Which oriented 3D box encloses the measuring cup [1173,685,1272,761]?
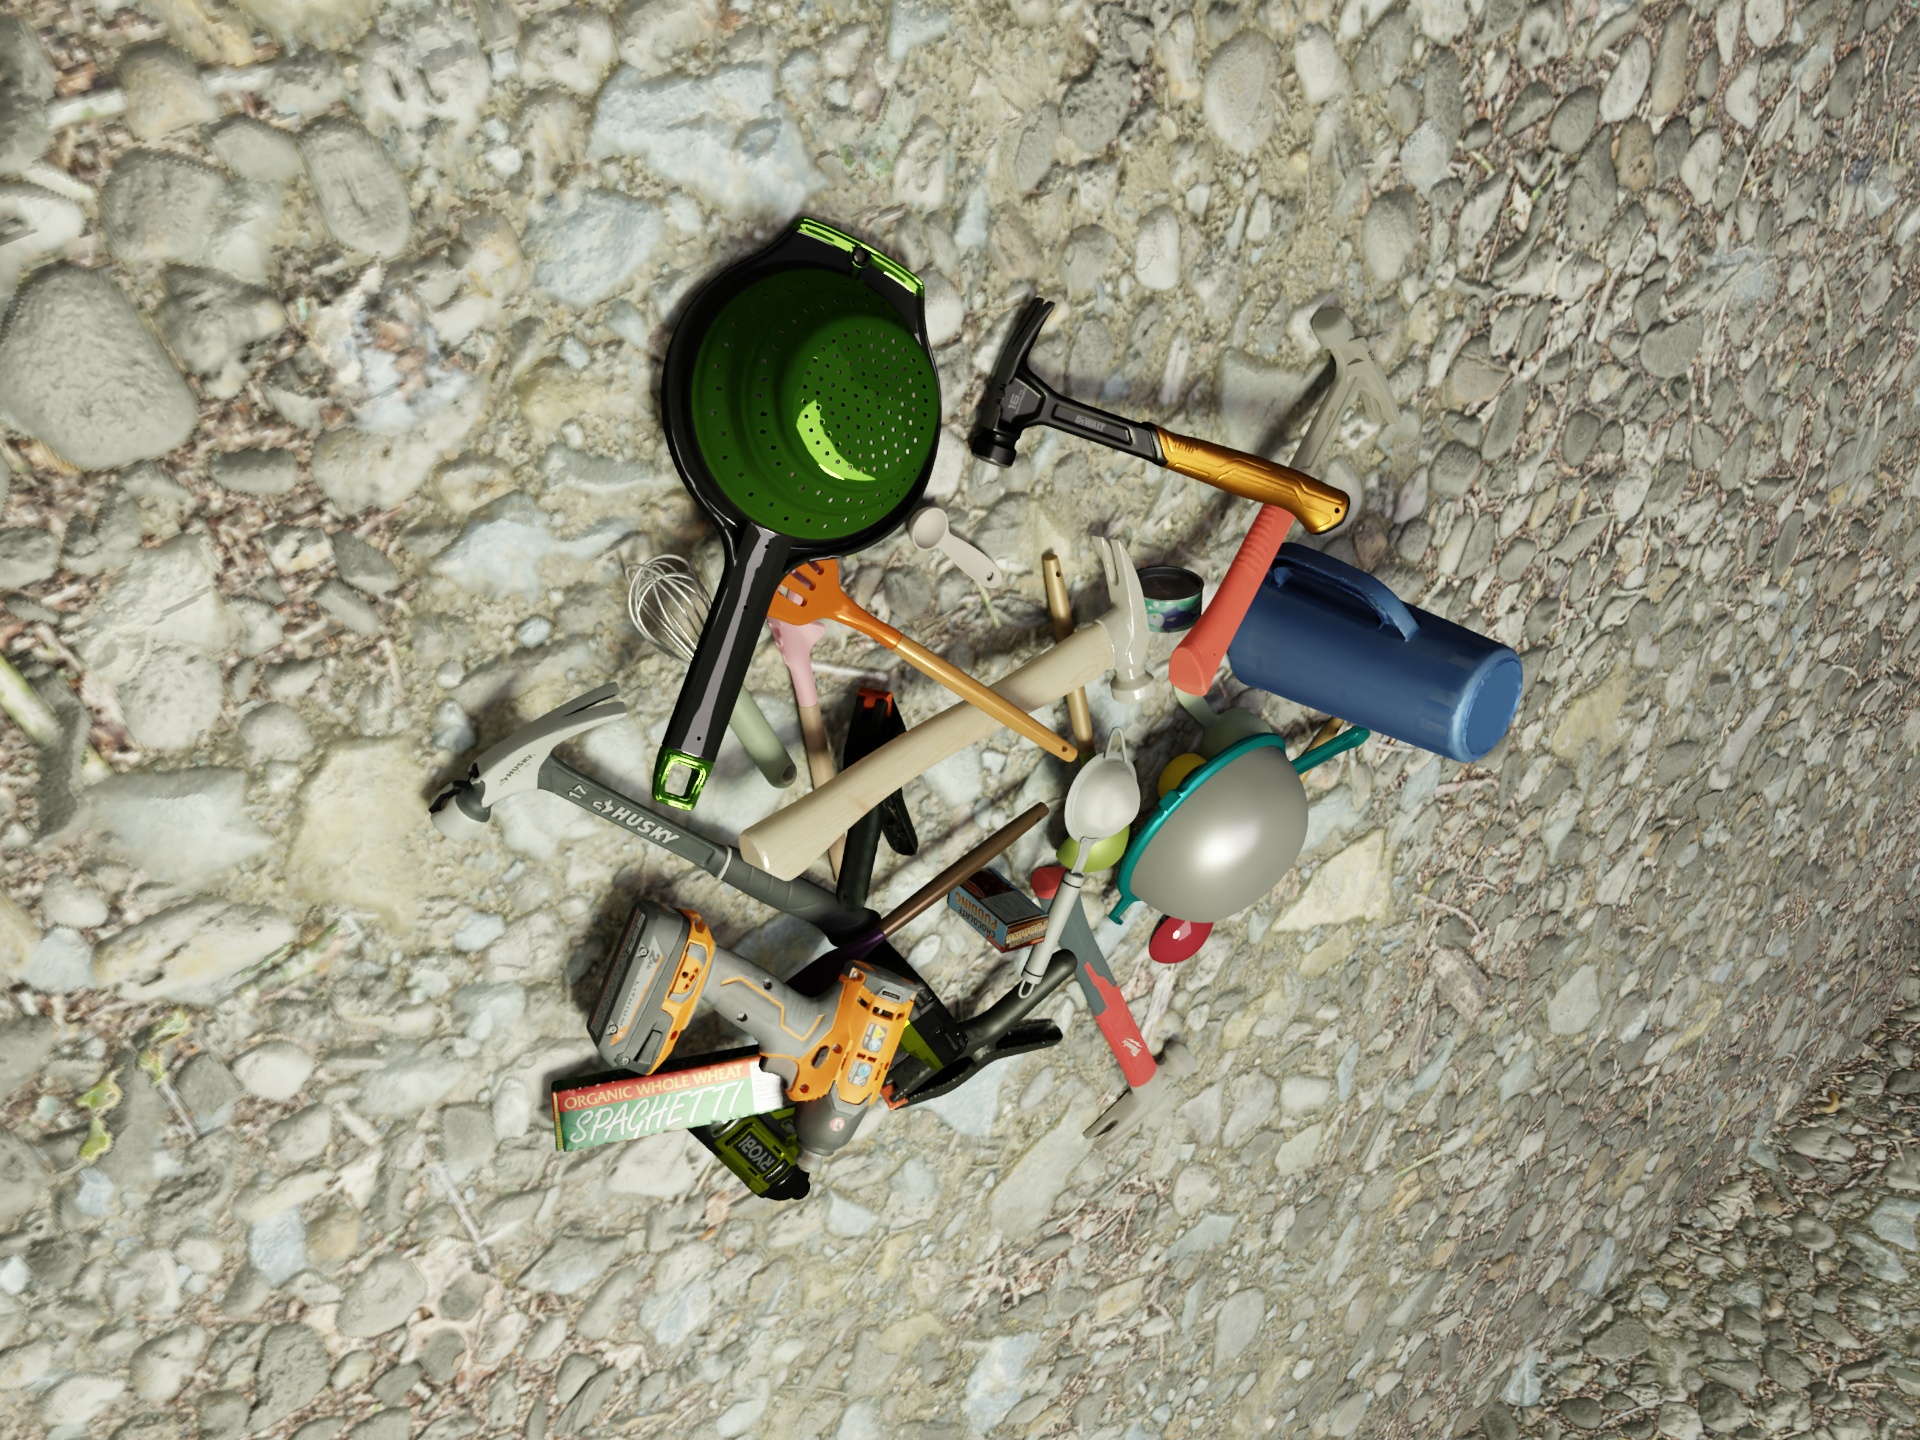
[{"bbox_3d":[0.248,0.008,1.506,0.083,0.038,0.167,-51,137,-4],"label":"measuring cup"}]

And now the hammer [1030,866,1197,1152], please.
[{"bbox_3d":[0.130,0.282,1.568,0.143,0.038,0.385,-39,133,-14],"label":"hammer"}]

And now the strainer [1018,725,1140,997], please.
[{"bbox_3d":[0.103,0.131,1.385,0.086,0.050,0.258,8,110,-43],"label":"strainer"}]

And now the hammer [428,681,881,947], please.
[{"bbox_3d":[-0.185,0.094,1.176,0.149,0.036,0.408,-38,141,14],"label":"hammer"}]

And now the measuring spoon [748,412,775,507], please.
[{"bbox_3d":[-0.135,-0.154,1.105,0.042,0.021,0.128,-16,122,-33],"label":"measuring spoon"}]

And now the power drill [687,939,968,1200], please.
[{"bbox_3d":[-0.110,0.305,1.355,0.223,0.080,0.171,-40,133,-10],"label":"power drill"}]

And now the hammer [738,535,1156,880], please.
[{"bbox_3d":[-0.002,-0.004,1.230,0.410,0.038,0.146,-31,120,-32],"label":"hammer"}]

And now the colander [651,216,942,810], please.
[{"bbox_3d":[-0.108,-0.127,1.022,0.204,0.094,0.397,21,87,-31],"label":"colander"}]

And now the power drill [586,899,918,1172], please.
[{"bbox_3d":[-0.159,0.240,1.198,0.226,0.084,0.164,22,85,-20],"label":"power drill"}]

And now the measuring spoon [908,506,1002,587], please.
[{"bbox_3d":[-0.004,-0.133,1.237,0.034,0.018,0.124,-57,142,1],"label":"measuring spoon"}]

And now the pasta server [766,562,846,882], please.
[{"bbox_3d":[-0.107,0.010,1.213,0.060,0.040,0.316,-39,136,-36],"label":"pasta server"}]

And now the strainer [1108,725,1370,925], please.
[{"bbox_3d":[0.301,0.095,1.512,0.340,0.095,0.210,-25,148,-32],"label":"strainer"}]

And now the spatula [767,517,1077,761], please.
[{"bbox_3d":[-0.026,-0.045,1.163,0.322,0.041,0.081,32,81,-30],"label":"spatula"}]

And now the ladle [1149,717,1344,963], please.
[{"bbox_3d":[0.298,0.123,1.627,0.315,0.031,0.069,-54,135,-4],"label":"ladle"}]

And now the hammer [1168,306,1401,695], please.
[{"bbox_3d":[0.277,-0.173,1.372,0.149,0.037,0.359,45,67,-44],"label":"hammer"}]

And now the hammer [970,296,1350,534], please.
[{"bbox_3d":[0.175,-0.219,1.255,0.336,0.034,0.127,14,104,-26],"label":"hammer"}]

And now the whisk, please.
[{"bbox_3d":[-0.171,-0.028,1.133,0.058,0.059,0.246,-55,143,-24],"label":"whisk"}]

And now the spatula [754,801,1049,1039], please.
[{"bbox_3d":[-0.046,0.161,1.314,0.316,0.018,0.059,-36,143,-21],"label":"spatula"}]

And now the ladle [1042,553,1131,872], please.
[{"bbox_3d":[0.097,-0.001,1.383,0.078,0.062,0.320,-30,123,-28],"label":"ladle"}]

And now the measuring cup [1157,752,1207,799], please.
[{"bbox_3d":[0.218,0.089,1.546,0.062,0.029,0.156,-33,143,-20],"label":"measuring cup"}]
